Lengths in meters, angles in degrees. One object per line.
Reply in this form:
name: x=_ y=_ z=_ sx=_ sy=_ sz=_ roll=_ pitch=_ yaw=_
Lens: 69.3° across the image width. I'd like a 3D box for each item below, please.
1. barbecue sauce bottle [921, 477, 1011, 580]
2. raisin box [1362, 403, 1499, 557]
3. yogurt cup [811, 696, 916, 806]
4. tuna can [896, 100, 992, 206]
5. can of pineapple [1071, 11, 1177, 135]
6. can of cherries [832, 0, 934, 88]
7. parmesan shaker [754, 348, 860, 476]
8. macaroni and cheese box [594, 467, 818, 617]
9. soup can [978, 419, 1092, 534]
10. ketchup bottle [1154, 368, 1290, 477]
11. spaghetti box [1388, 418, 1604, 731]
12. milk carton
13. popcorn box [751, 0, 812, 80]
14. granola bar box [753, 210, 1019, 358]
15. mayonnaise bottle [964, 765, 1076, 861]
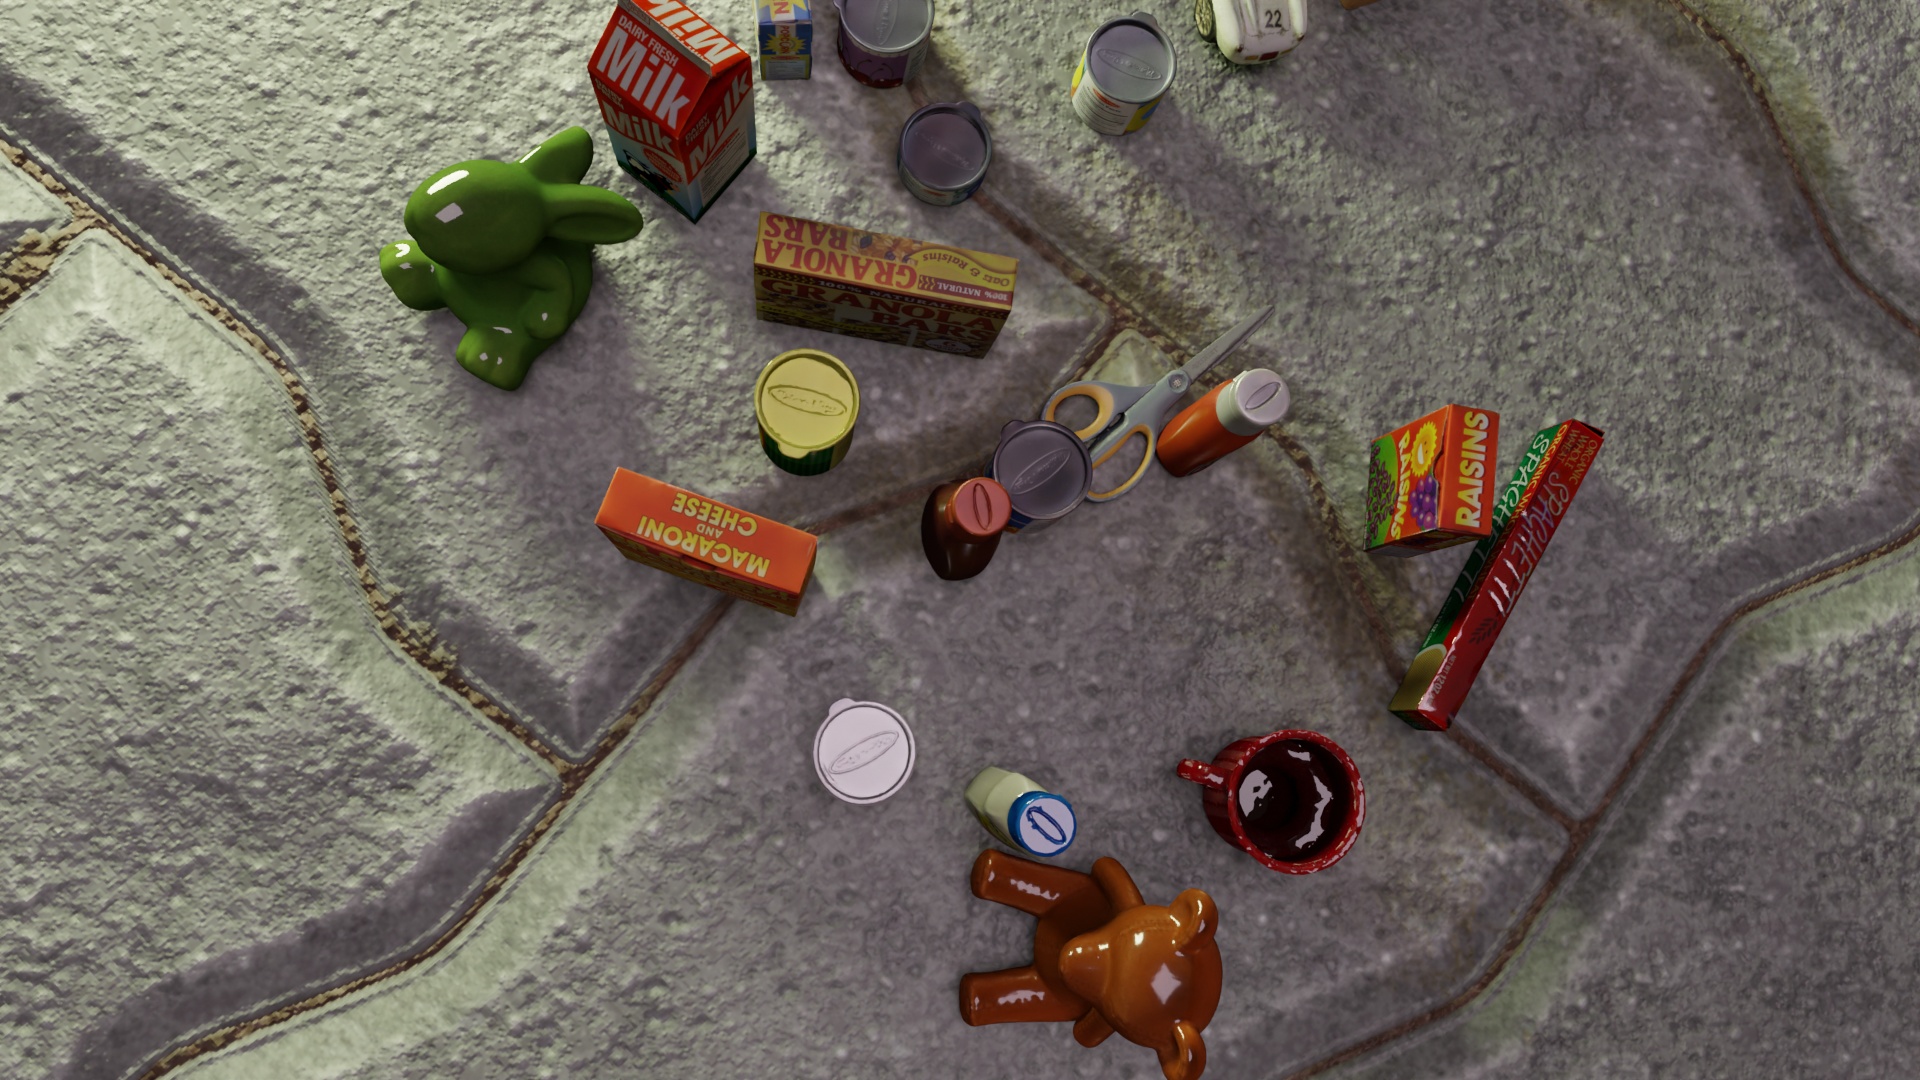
barbecue sauce bottle: x=0.003 y=-0.011 z=0.899 sx=0.044 sy=0.148 sz=0.065 roll=-9 pitch=84 yaw=-8
raisin box: x=0.321 y=-0.038 z=0.957 sx=0.040 sy=0.123 sz=0.086 roll=9 pitch=82 yaw=-6
yogurt cup: x=-0.065 y=0.139 z=0.918 sx=0.072 sy=0.054 sz=0.072 roll=1 pitch=83 yaw=-7
tuna can: x=-0.011 y=-0.277 z=0.992 sx=0.071 sy=0.033 sz=0.071 roll=1 pitch=82 yaw=-7
can of pineapple: x=0.118 y=-0.336 z=1.004 sx=0.071 sy=0.058 sz=0.071 roll=1 pitch=83 yaw=-7
can of cherries: x=-0.056 y=-0.365 z=0.985 sx=0.071 sy=0.058 sz=0.071 roll=1 pitch=83 yaw=-7
parmesan shaker: x=-0.103 y=-0.079 z=0.918 sx=0.071 sy=0.103 sz=0.071 roll=1 pitch=83 yaw=-7
macaroni and cheese box: x=-0.153 y=0.006 z=0.867 sx=0.124 sy=0.166 sz=0.040 roll=20 pitch=81 yaw=-4
soup can: x=0.047 y=-0.043 z=0.942 sx=0.071 sy=0.083 sz=0.071 roll=1 pitch=83 yaw=-7
ketchup bottle: x=0.177 y=-0.081 z=0.931 sx=0.065 sy=0.148 sz=0.043 roll=-37 pitch=89 yaw=-10
spaghetti box: x=0.384 y=0.023 z=0.994 sx=0.029 sy=0.050 sz=0.250 roll=32 pitch=80 yaw=-2
milk carton: x=-0.182 y=-0.282 z=0.890 sx=0.072 sy=0.190 sz=0.073 roll=38 pitch=80 yaw=-1
popcorn box: x=-0.129 y=-0.398 z=0.966 sx=0.038 sy=0.085 sz=0.127 roll=-7 pitch=83 yaw=-8
granola bar box: x=-0.053 y=-0.166 z=0.925 sx=0.166 sy=0.124 sz=0.039 roll=9 pitch=82 yaw=-6
mayonnaise bottle: x=0.041 y=0.175 z=0.879 sx=0.065 sy=0.148 sz=0.041 roll=43 pitch=80 yaw=0
